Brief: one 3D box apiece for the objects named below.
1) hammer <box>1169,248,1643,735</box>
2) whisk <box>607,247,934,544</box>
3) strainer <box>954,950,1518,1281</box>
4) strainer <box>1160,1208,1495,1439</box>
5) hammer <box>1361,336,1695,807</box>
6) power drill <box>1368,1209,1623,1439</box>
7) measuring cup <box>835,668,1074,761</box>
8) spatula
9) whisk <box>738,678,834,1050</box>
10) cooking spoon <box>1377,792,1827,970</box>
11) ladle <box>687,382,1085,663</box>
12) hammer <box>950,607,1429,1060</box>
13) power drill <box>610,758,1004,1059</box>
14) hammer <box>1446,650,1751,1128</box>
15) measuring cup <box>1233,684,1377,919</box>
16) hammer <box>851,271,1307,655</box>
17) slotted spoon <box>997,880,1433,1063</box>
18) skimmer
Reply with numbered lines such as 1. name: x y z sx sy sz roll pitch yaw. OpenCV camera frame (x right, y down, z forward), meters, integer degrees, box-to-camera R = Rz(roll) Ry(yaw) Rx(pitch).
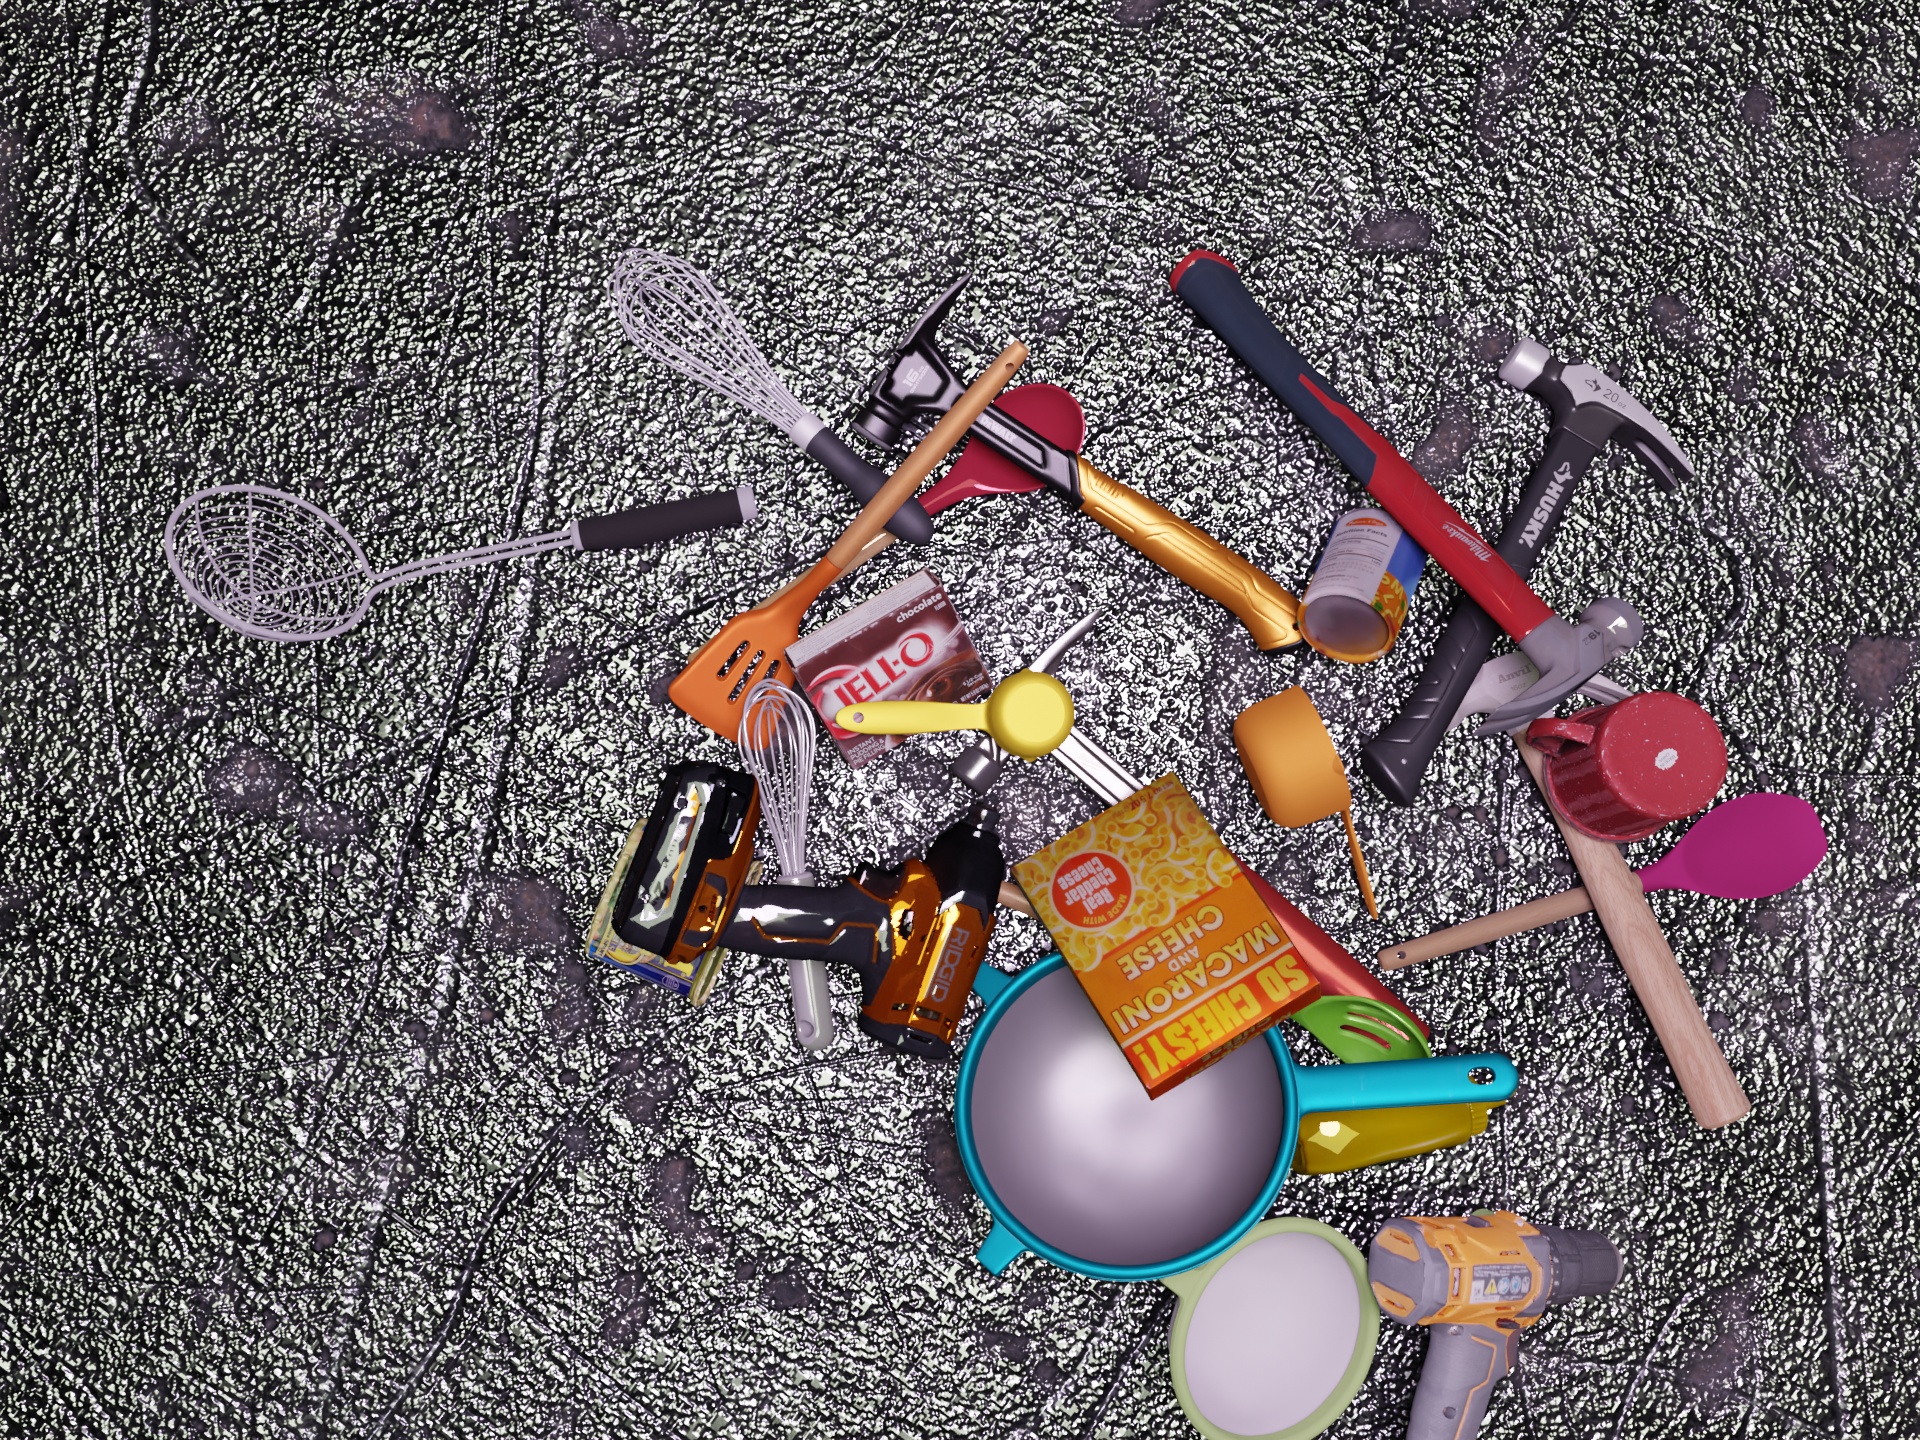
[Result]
1. hammer: 0.258 -0.161 1.028 0.143 0.038 0.386 -30 70 -27
2. whisk: -0.125 -0.214 1.060 0.284 0.070 0.070 41 86 5
3. strainer: 0.170 0.245 1.002 0.340 0.095 0.211 -6 62 7
4. strainer: 0.235 0.368 1.038 0.256 0.069 0.151 -17 100 -21
5. hammer: 0.364 -0.089 1.062 0.146 0.035 0.335 31 77 1
6. power drill: 0.339 0.427 1.011 0.185 0.084 0.226 7 87 -26
7. measuring cup: -0.002 -0.003 1.025 0.156 0.029 0.062 -1 87 -11
8. spatula: -0.065 -0.115 1.026 0.081 0.041 0.322 34 111 -26
9. whisk: -0.110 0.095 1.041 0.058 0.059 0.246 -7 91 34
10. cooking spoon: 0.434 0.117 1.078 0.319 0.017 0.069 -17 80 -3
11. ladle: -0.052 -0.126 1.080 0.315 0.031 0.069 -34 86 -2
12. hammer: 0.173 0.091 1.065 0.359 0.036 0.149 41 86 2
13. power drill: -0.083 0.101 0.988 0.226 0.084 0.164 22 86 -17
14. hammer: 0.433 0.107 1.054 0.130 0.031 0.331 -23 80 -4
15. measuring cup: 0.230 0.064 1.055 0.052 0.095 0.173 -21 105 2
16. hammer: 0.100 -0.154 1.058 0.337 0.034 0.127 33 94 -7
17. slotted spoon: 0.156 0.162 1.039 0.314 0.070 0.031 20 46 11
18. skimmer: -0.318 -0.128 1.041 0.363 0.090 0.127 -12 55 -5
